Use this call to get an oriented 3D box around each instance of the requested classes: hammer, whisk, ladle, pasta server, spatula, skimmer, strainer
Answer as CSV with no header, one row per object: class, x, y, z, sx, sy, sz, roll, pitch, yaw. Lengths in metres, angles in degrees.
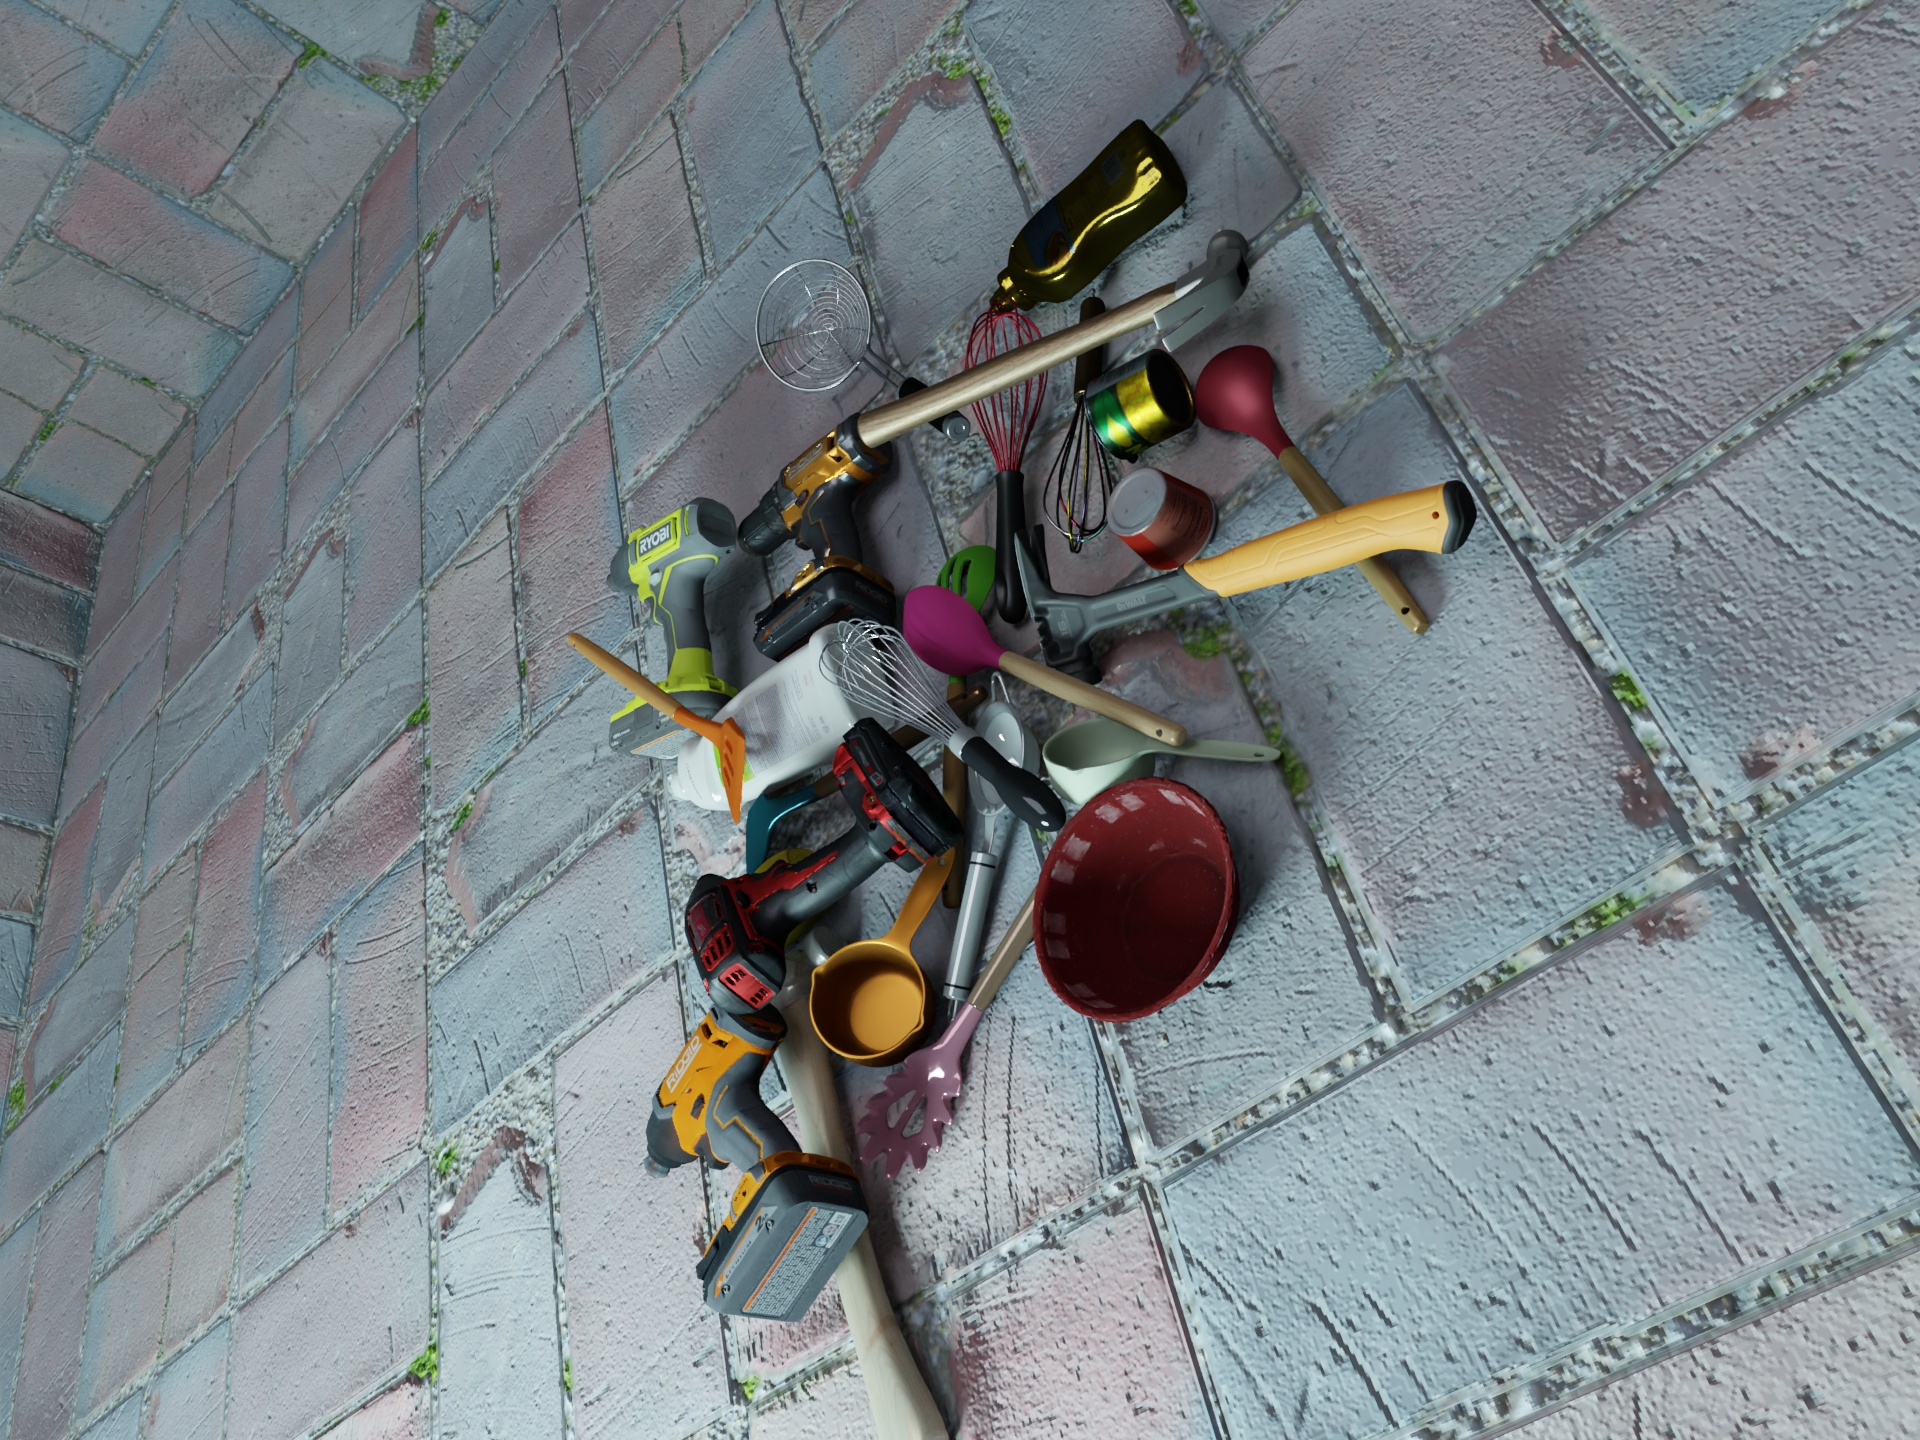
hammer,0.064,-0.282,1.230,0.331,0.031,0.130,-19,29,24
whisk,0.099,-0.239,1.257,0.051,0.047,0.245,-20,54,40
ladle,0.236,-0.165,1.089,0.069,0.031,0.316,-45,46,22
hammer,0.180,-0.107,1.062,0.337,0.034,0.127,-13,96,42
pasta server,0.025,0.179,1.120,0.316,0.060,0.040,-58,-2,3
whisk,-0.013,0.001,1.167,0.285,0.070,0.070,40,100,41
spatula,-0.268,-0.014,1.400,0.323,0.041,0.081,31,123,40
spatula,-0.090,0.048,1.298,0.317,0.044,0.082,-31,50,33
skimmer,-0.093,-0.325,1.439,0.127,0.090,0.364,-63,32,15
strainer,0.020,0.095,1.169,0.087,0.050,0.258,-3,73,64
whisk,0.040,-0.216,1.297,0.073,0.073,0.296,-19,63,40
hammer,-0.094,0.352,1.156,0.146,0.038,0.411,-44,45,23

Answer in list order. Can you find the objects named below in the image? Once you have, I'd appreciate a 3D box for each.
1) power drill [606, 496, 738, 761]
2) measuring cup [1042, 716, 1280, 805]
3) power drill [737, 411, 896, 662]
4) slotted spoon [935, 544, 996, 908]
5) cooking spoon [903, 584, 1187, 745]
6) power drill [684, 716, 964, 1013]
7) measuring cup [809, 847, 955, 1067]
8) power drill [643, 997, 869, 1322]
power drill,-0.279,-0.081,1.511,0.171,0.080,0.223,-21,66,41
measuring cup,0.137,0.032,1.077,0.168,0.038,0.083,3,29,29
power drill,-0.137,-0.147,1.431,0.185,0.084,0.226,-33,45,34
slotted spoon,-0.002,-0.004,1.253,0.070,0.031,0.314,-21,58,41
cooking spoon,0.049,-0.037,1.165,0.319,0.017,0.068,26,119,47
power drill,-0.116,0.108,1.197,0.219,0.078,0.143,-41,33,2
measuring cup,-0.042,0.175,1.178,0.095,0.052,0.174,21,71,23
power drill,-0.164,0.325,1.160,0.164,0.084,0.227,-57,37,13
